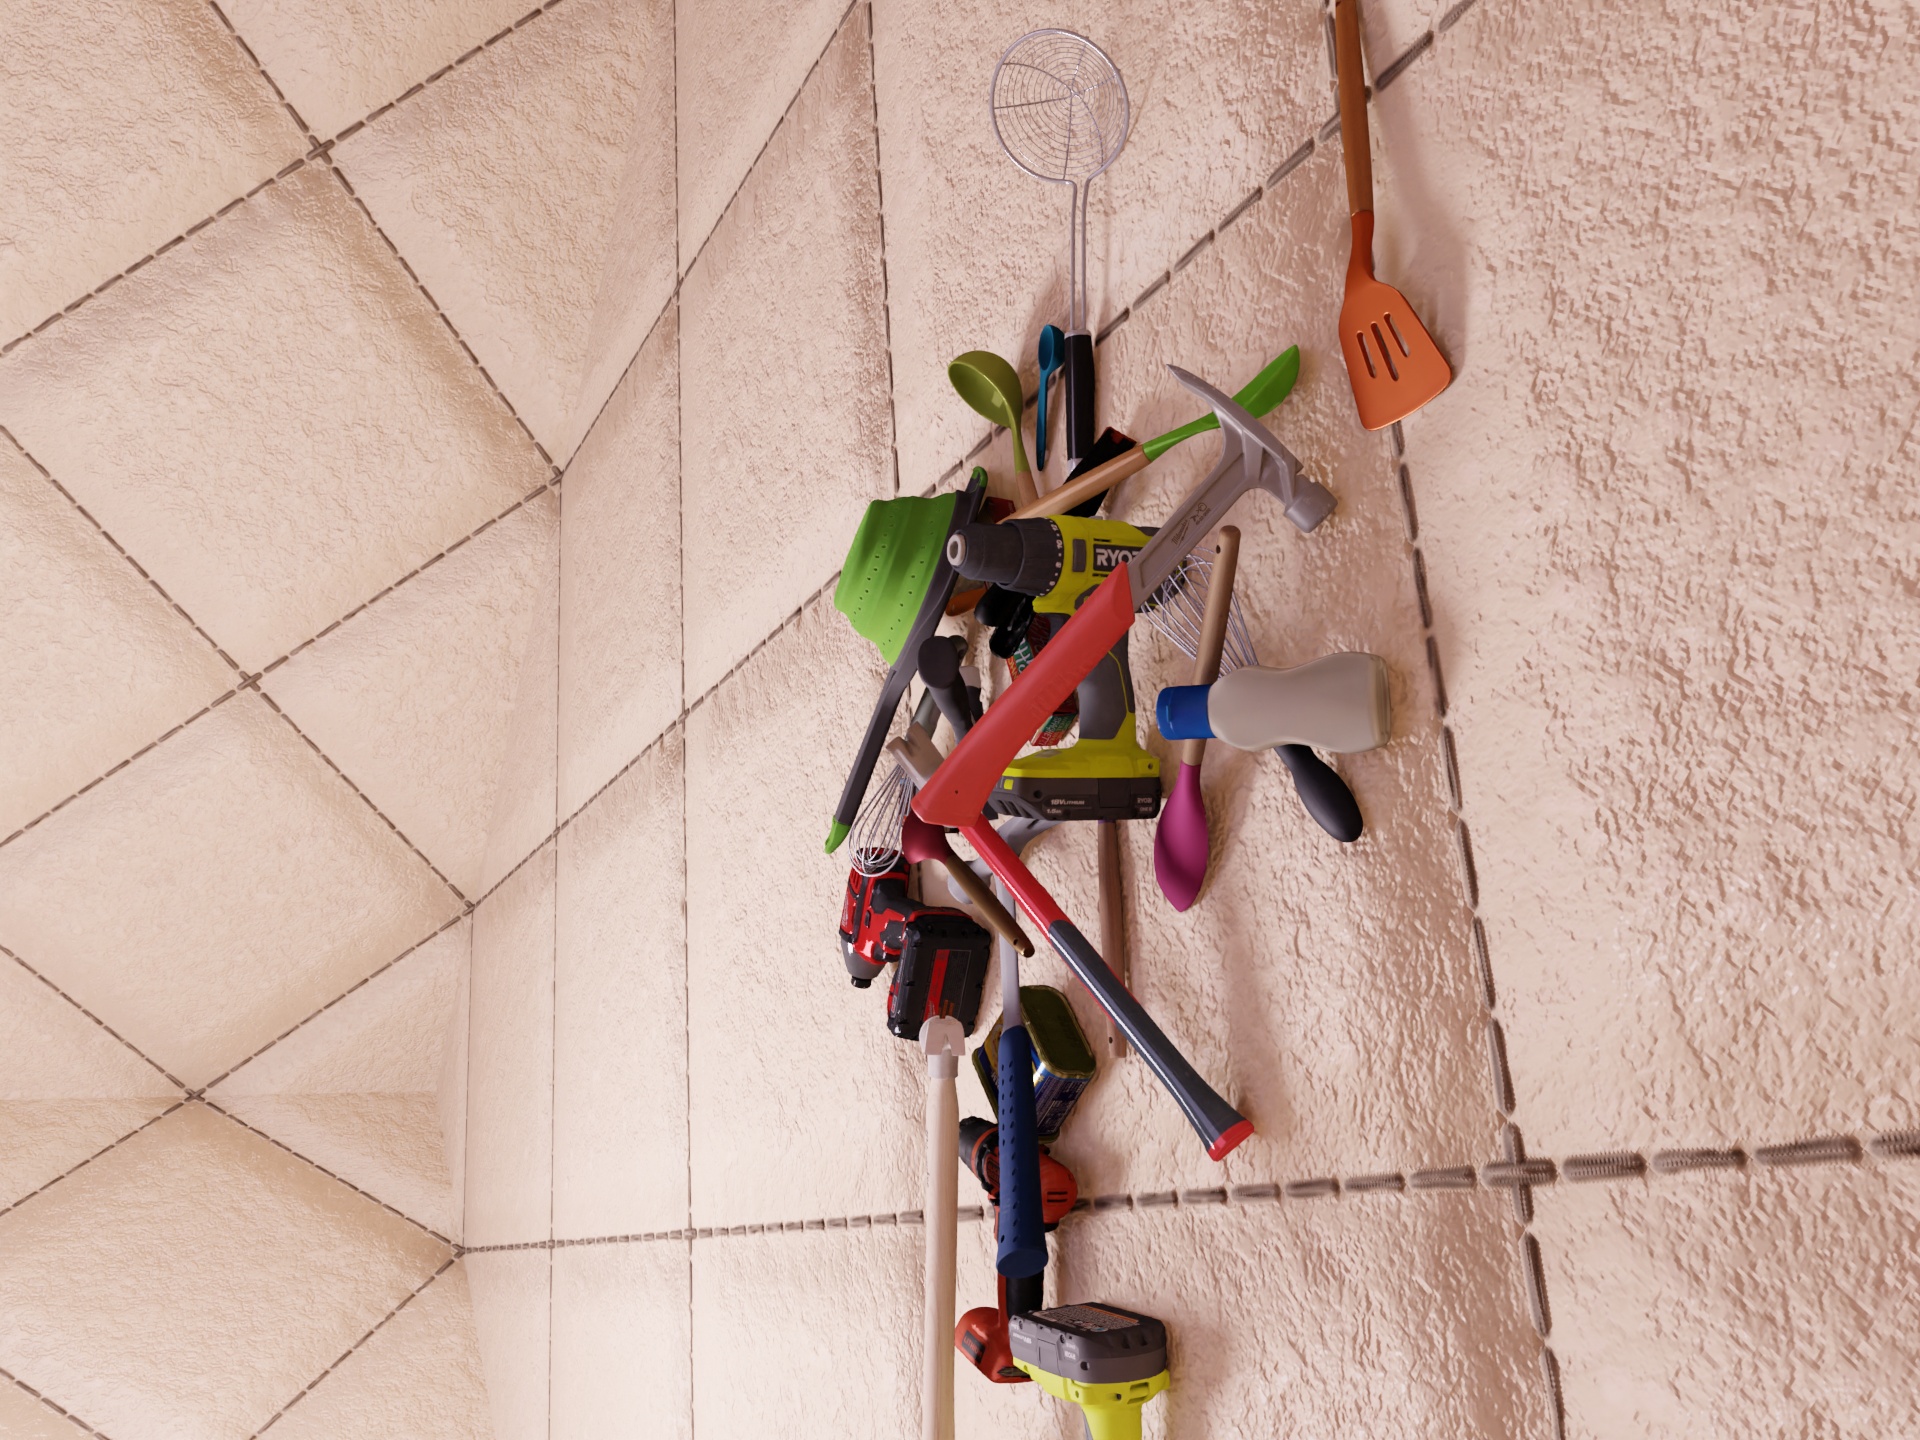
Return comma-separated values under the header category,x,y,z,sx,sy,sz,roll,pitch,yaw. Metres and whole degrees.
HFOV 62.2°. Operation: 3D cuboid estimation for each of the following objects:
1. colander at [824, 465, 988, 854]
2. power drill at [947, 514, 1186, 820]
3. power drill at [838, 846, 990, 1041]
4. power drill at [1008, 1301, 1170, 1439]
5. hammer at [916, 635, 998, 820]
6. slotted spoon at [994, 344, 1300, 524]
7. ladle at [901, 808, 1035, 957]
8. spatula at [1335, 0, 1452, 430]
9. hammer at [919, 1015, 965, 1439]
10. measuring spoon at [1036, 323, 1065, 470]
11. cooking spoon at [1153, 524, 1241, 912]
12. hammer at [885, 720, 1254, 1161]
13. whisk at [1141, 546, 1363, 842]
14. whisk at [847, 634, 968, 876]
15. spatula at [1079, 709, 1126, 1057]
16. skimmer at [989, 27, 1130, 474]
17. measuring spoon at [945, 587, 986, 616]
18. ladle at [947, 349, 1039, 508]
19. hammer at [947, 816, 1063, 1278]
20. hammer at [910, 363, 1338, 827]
category,x,y,z,sx,sy,sz,roll,pitch,yaw
colander,-0.089,-0.066,1.503,0.204,0.094,0.397,-108,39,-77
power drill,0.077,-0.042,1.195,0.080,0.190,0.228,2,91,61
power drill,-0.057,0.218,1.519,0.220,0.078,0.143,-149,68,-63
power drill,0.095,0.554,1.167,0.171,0.080,0.223,-19,71,60
hammer,-0.002,-0.004,1.314,0.334,0.035,0.146,66,-163,-78
slotted spoon,0.119,-0.188,1.183,0.314,0.031,0.070,-26,18,31
ladle,0.002,0.132,1.353,0.069,0.031,0.316,-63,24,7
spatula,0.272,-0.353,1.058,0.081,0.041,0.323,-30,55,57
hammer,-0.016,0.450,1.274,0.146,0.038,0.411,106,164,-84
measuring spoon,0.082,-0.286,1.416,0.042,0.021,0.128,-136,47,-69
cooking spoon,0.164,0.007,1.110,0.069,0.017,0.318,-125,31,-48
hammer,0.075,0.156,1.164,0.038,0.143,0.387,-39,59,-3
whisk,0.200,-0.024,1.100,0.070,0.070,0.285,-63,39,35
whisk,-0.046,0.033,1.515,0.059,0.057,0.246,20,86,29
spatula,0.116,0.108,1.268,0.060,0.018,0.316,-30,58,58
skimmer,0.085,-0.393,1.344,0.127,0.090,0.363,-4,83,30
measuring spoon,0.013,-0.114,1.519,0.117,0.011,0.021,167,106,-65
ladle,0.050,-0.192,1.406,0.078,0.062,0.320,75,-179,-67
hammer,0.043,0.232,1.237,0.144,0.035,0.406,-48,28,33
hammer,0.085,-0.069,1.107,0.359,0.149,0.036,-48,-5,12
